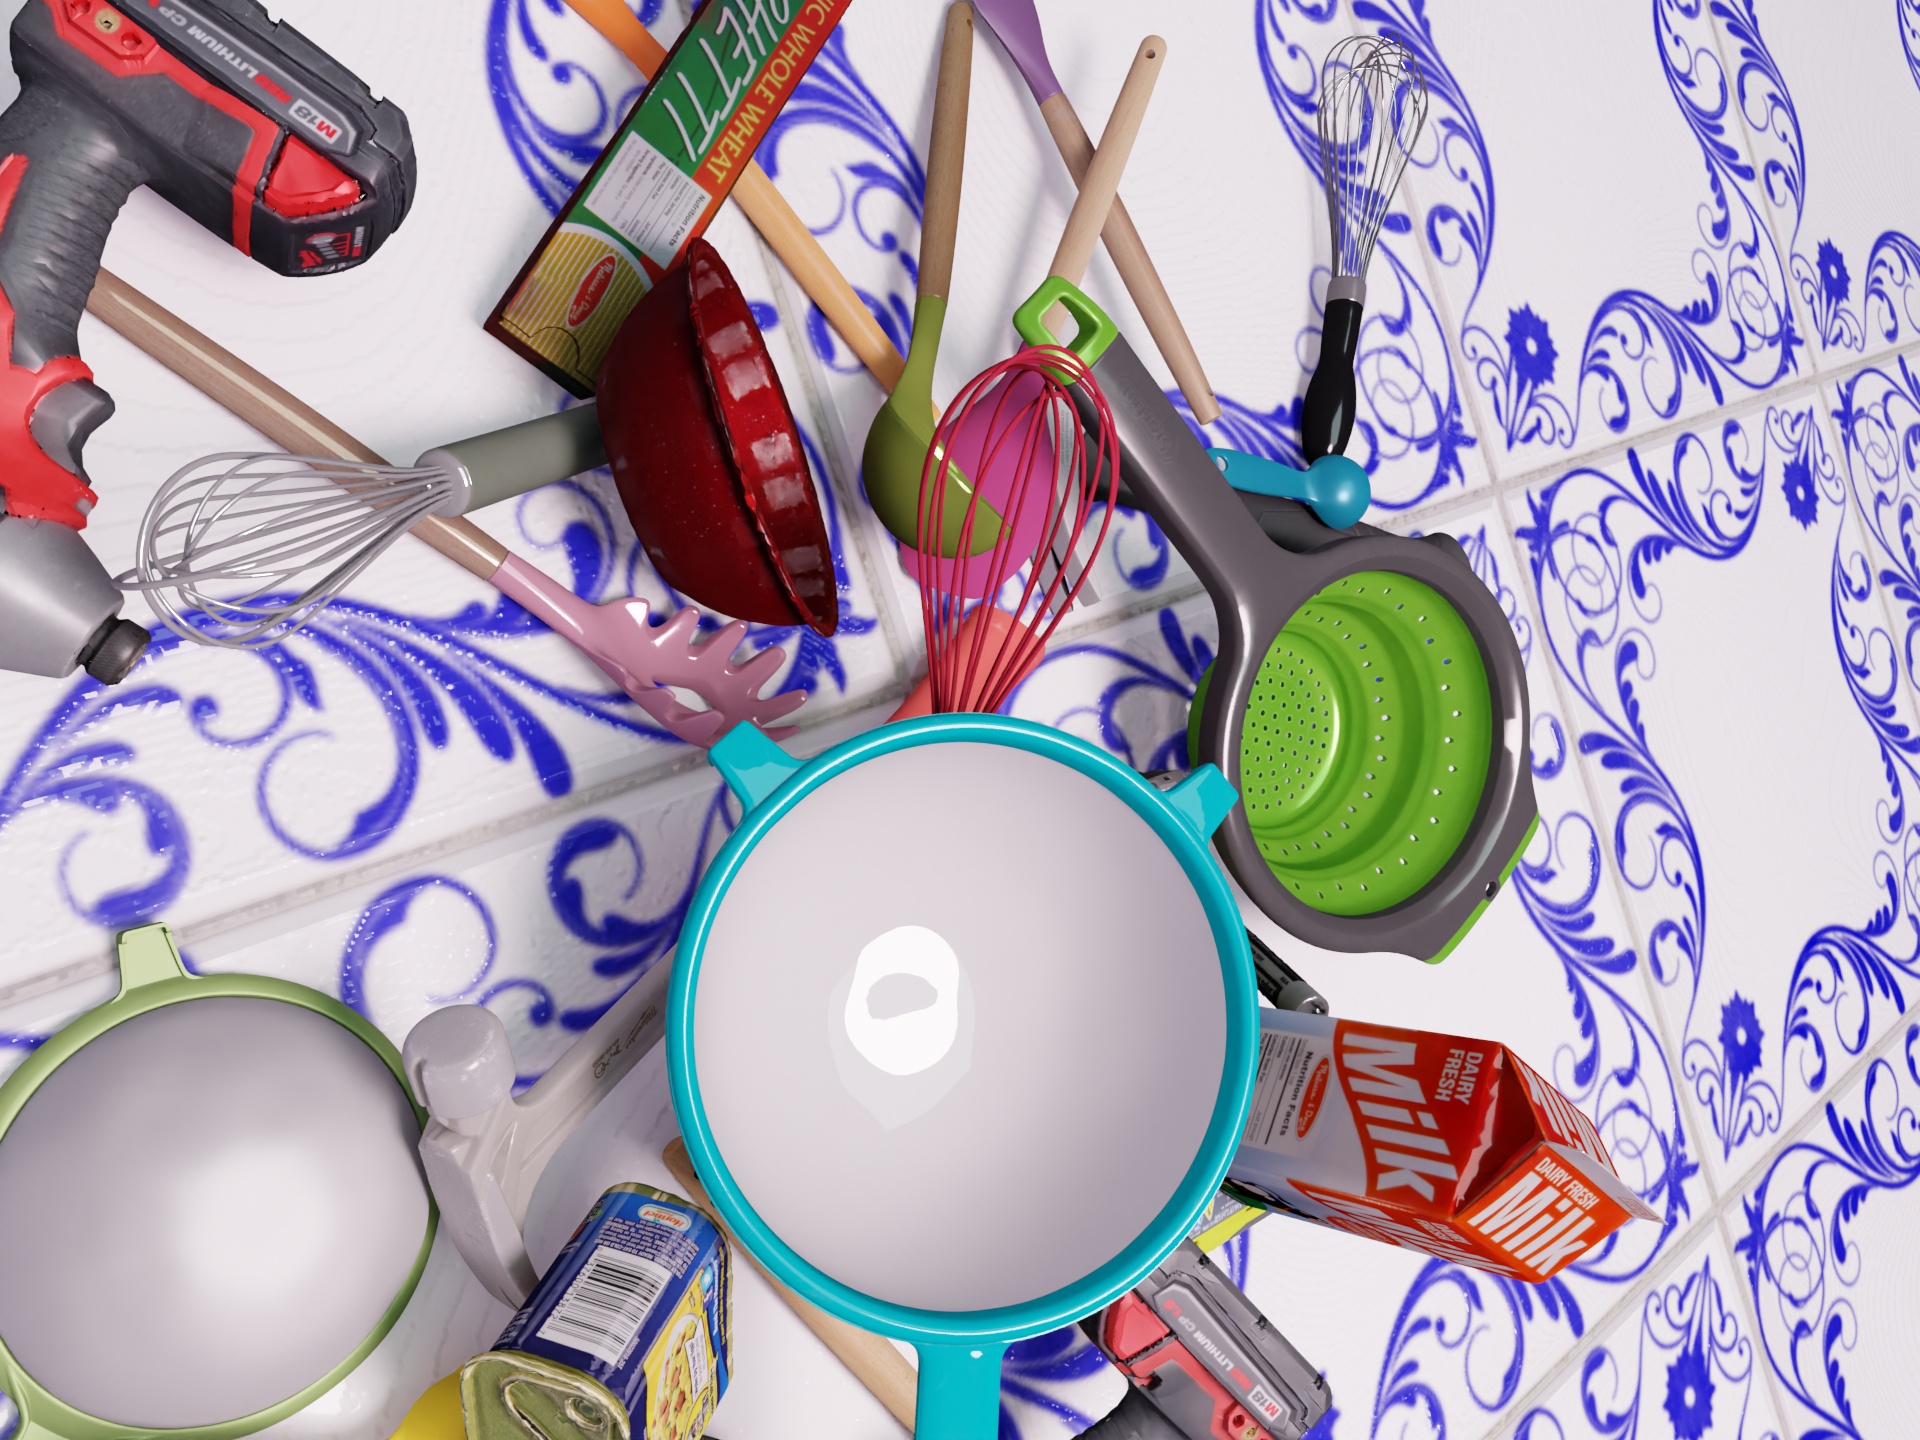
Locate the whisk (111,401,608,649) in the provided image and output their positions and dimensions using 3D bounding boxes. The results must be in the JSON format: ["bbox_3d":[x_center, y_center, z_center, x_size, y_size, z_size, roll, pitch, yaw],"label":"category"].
[{"bbox_3d":[-0.184,-0.079,0.547,0.246,0.059,0.057,-44,128,-61],"label":"whisk"}]

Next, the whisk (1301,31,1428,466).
[{"bbox_3d":[0.233,-0.280,0.941,0.070,0.070,0.285,18,76,-33],"label":"whisk"}]

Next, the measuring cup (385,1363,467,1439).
[{"bbox_3d":[-0.189,0.242,0.503,0.156,0.029,0.062,29,62,-57],"label":"measuring cup"}]

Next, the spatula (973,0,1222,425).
[{"bbox_3d":[0.060,-0.295,0.816,0.060,0.018,0.316,-25,89,-48],"label":"spatula"}]

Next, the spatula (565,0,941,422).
[{"bbox_3d":[-0.106,-0.258,0.691,0.081,0.041,0.322,-48,111,-22],"label":"spatula"}]

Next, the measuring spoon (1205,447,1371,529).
[{"bbox_3d":[0.177,-0.130,0.845,0.128,0.021,0.042,5,77,-38],"label":"measuring spoon"}]

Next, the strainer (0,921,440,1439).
[{"bbox_3d":[-0.251,0.196,0.477,0.151,0.069,0.256,41,58,-24],"label":"strainer"}]

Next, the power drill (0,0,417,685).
[{"bbox_3d":[-0.275,-0.123,0.500,0.143,0.078,0.220,36,73,-17],"label":"power drill"}]

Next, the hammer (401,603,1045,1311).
[{"bbox_3d":[-0.068,0.068,0.639,0.359,0.037,0.149,-46,144,-41],"label":"hammer"}]

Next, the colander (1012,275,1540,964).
[{"bbox_3d":[0.134,-0.047,0.774,0.204,0.094,0.396,-49,115,-16],"label":"colander"}]

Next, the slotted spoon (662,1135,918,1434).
[{"bbox_3d":[-0.017,0.283,0.662,0.070,0.031,0.313,-46,107,-26],"label":"slotted spoon"}]

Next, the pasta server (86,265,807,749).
[{"bbox_3d":[-0.192,-0.079,0.594,0.316,0.040,0.060,37,34,-24],"label":"pasta server"}]

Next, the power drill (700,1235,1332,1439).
[{"bbox_3d":[0.010,0.284,0.618,0.227,0.080,0.187,-44,105,-9],"label":"power drill"}]

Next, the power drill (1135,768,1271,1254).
[{"bbox_3d":[0.058,0.145,0.715,0.171,0.080,0.223,-15,93,-38],"label":"power drill"}]

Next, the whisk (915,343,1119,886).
[{"bbox_3d":[-0.001,-0.002,0.621,0.073,0.073,0.295,-5,120,-37],"label":"whisk"}]

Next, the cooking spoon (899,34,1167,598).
[{"bbox_3d":[0.046,-0.204,0.772,0.069,0.017,0.319,20,74,3],"label":"cooking spoon"}]

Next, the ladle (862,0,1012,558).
[{"bbox_3d":[-0.001,-0.217,0.735,0.078,0.062,0.320,37,51,-50],"label":"ladle"}]

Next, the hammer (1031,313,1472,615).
[{"bbox_3d":[0.167,-0.105,0.869,0.334,0.035,0.146,11,74,-35],"label":"hammer"}]

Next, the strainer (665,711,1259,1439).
[{"bbox_3d":[-0.009,0.170,0.568,0.211,0.095,0.340,5,81,-17],"label":"strainer"}]
